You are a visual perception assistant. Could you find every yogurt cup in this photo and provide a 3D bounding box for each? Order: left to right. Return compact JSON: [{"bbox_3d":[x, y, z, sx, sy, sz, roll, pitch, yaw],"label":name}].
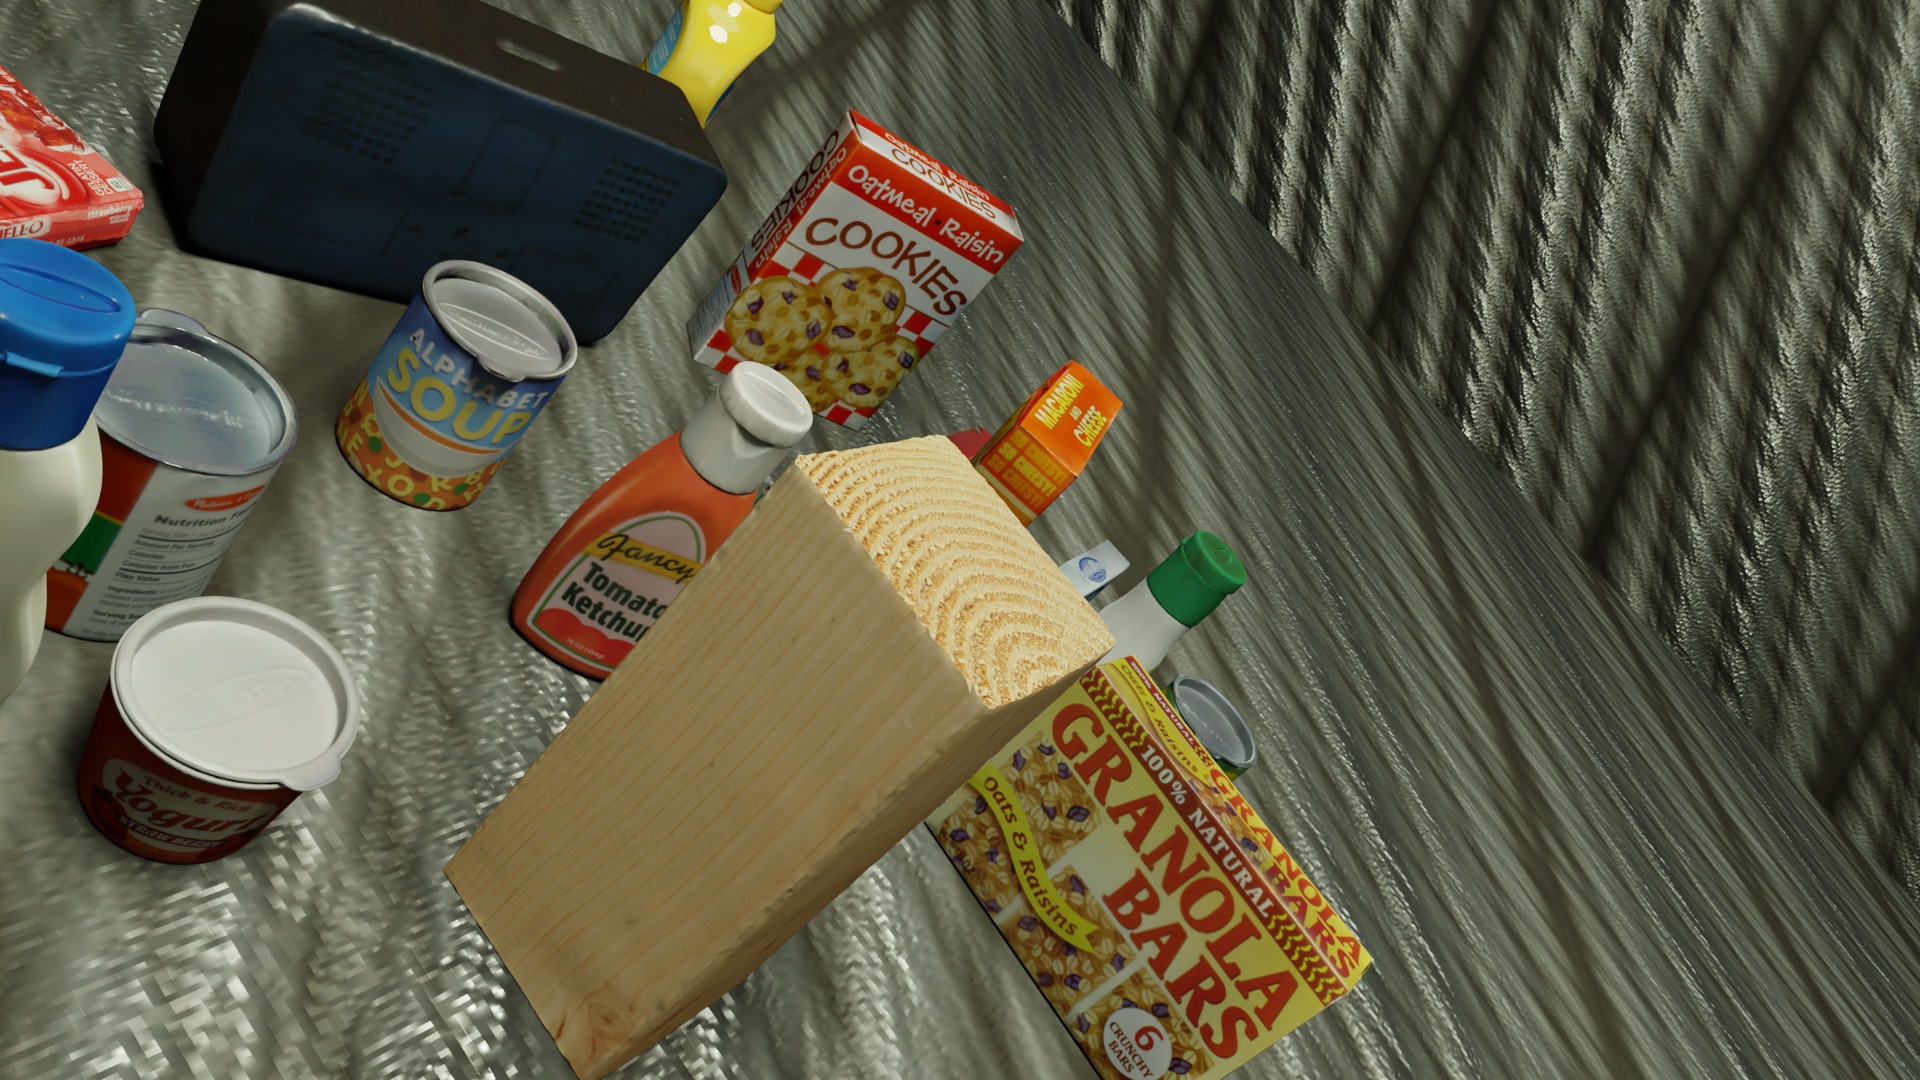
[{"bbox_3d":[-0.222,0.058,0.412,0.072,0.053,0.073,33,28,-20],"label":"yogurt cup"}]

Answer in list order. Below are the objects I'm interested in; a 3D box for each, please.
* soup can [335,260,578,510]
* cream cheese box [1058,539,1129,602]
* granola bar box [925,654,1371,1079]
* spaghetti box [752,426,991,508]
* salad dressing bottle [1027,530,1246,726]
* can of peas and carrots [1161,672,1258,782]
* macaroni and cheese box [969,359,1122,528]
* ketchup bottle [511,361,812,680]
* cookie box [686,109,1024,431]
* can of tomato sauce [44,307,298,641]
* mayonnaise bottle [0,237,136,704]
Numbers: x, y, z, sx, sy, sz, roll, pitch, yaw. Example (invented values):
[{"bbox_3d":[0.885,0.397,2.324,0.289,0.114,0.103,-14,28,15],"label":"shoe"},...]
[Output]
[{"bbox_3d":[-0.208,-0.061,0.573,0.071,0.083,0.072,33,28,-20],"label":"soup can"},{"bbox_3d":[0.062,0.033,0.847,0.024,0.053,0.104,48,27,9],"label":"cream cheese box"},{"bbox_3d":[0.078,0.153,0.613,0.166,0.123,0.039,53,27,18],"label":"granola bar box"},{"bbox_3d":[-0.047,-0.024,0.783,0.029,0.050,0.251,48,27,9],"label":"spaghetti box"},{"bbox_3d":[0.089,0.055,0.746,0.044,0.147,0.064,48,26,9],"label":"salad dressing bottle"},{"bbox_3d":[0.128,0.121,0.803,0.071,0.058,0.071,33,28,-20],"label":"can of peas and carrots"},{"bbox_3d":[0.002,-0.009,0.698,0.040,0.165,0.124,43,26,-3],"label":"macaroni and cheese box"},{"bbox_3d":[-0.115,-0.008,0.551,0.064,0.148,0.044,32,28,-22],"label":"ketchup bottle"},{"bbox_3d":[-0.063,-0.153,0.818,0.123,0.166,0.040,23,33,-37],"label":"cookie box"},{"bbox_3d":[-0.261,-0.020,0.439,0.071,0.082,0.071,33,28,-20],"label":"can of tomato sauce"},{"bbox_3d":[-0.258,-0.012,0.359,0.065,0.147,0.041,20,35,-40],"label":"mayonnaise bottle"}]
